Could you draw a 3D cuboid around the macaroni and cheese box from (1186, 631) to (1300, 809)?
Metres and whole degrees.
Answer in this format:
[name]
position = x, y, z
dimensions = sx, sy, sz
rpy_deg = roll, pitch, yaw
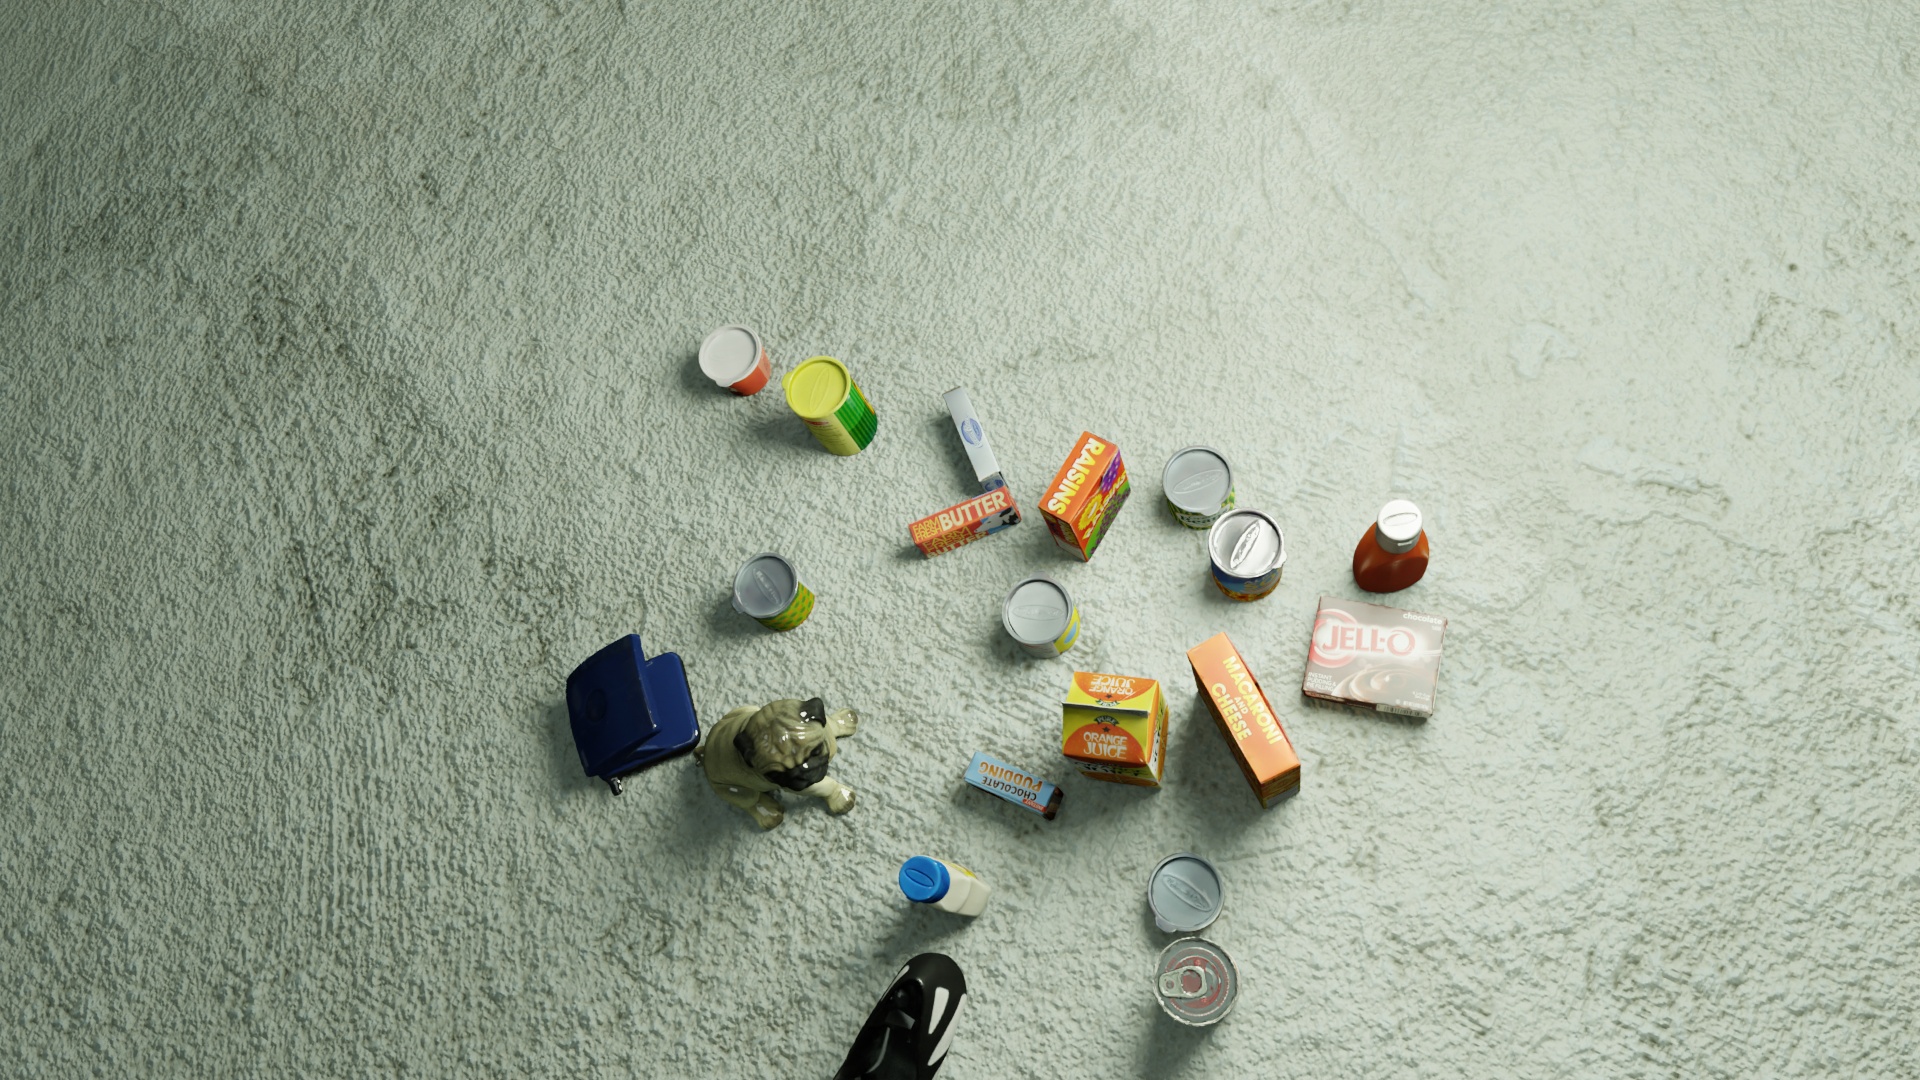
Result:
[macaroni and cheese box]
position = 0.242, 0.155, 1.176
dimensions = 0.040, 0.166, 0.124
rpy_deg = -28, 68, 3

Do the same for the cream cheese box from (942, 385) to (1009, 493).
[cream cheese box]
position = 0.015, -0.097, 1.372
dimensions = 0.024, 0.053, 0.104
rpy_deg = -24, 68, 4

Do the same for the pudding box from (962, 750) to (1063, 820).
[pudding box]
position = 0.048, 0.223, 1.260
dimensions = 0.084, 0.049, 0.030
rpy_deg = 21, 78, 18

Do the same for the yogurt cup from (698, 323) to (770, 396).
[yogurt cup]
position = -0.233, -0.186, 1.458
dimensions = 0.072, 0.054, 0.072
rpy_deg = -4, 71, 12

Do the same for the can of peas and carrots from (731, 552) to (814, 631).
[can of peas and carrots]
position = -0.184, 0.053, 1.364
dimensions = 0.071, 0.058, 0.071
rpy_deg = -4, 71, 12

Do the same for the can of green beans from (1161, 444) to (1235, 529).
[can of green beans]
position = 0.225, -0.049, 1.306
dimensions = 0.071, 0.057, 0.071
rpy_deg = -4, 71, 12

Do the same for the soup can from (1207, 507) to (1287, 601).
[soup can]
position = 0.262, 0.016, 1.262
dimensions = 0.071, 0.083, 0.071
rpy_deg = -4, 71, 12

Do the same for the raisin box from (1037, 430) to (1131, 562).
[raisin box]
position = 0.117, -0.039, 1.292
dimensions = 0.040, 0.123, 0.086
rpy_deg = 30, 81, 20

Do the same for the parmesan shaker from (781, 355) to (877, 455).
[parmesan shaker]
position = -0.130, -0.134, 1.390
dimensions = 0.071, 0.103, 0.071
rpy_deg = -4, 72, 12

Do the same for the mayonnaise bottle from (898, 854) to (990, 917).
[mayonnaise bottle]
position = -0.017, 0.296, 1.197
dimensions = 0.065, 0.147, 0.041
rpy_deg = 23, 79, 19

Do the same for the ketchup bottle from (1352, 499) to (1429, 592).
[ketchup bottle]
position = 0.376, 0.005, 1.205
dimensions = 0.065, 0.148, 0.043
rpy_deg = -12, 70, 9

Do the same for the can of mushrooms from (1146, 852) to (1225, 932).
[can of mushrooms]
position = 0.195, 0.308, 1.207
dimensions = 0.071, 0.033, 0.071
rpy_deg = -4, 71, 12

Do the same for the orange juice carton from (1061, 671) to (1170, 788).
[orange juice carton]
position = 0.134, 0.160, 1.185
dimensions = 0.072, 0.192, 0.073
rpy_deg = 5, 74, 15

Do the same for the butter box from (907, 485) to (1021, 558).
[butter box]
position = 0.005, -0.017, 1.348
dimensions = 0.103, 0.053, 0.024
rpy_deg = -22, 69, 5

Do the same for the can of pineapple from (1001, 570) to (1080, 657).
[can of pineapple]
position = 0.077, 0.071, 1.300
dimensions = 0.071, 0.057, 0.071
rpy_deg = -4, 71, 12
